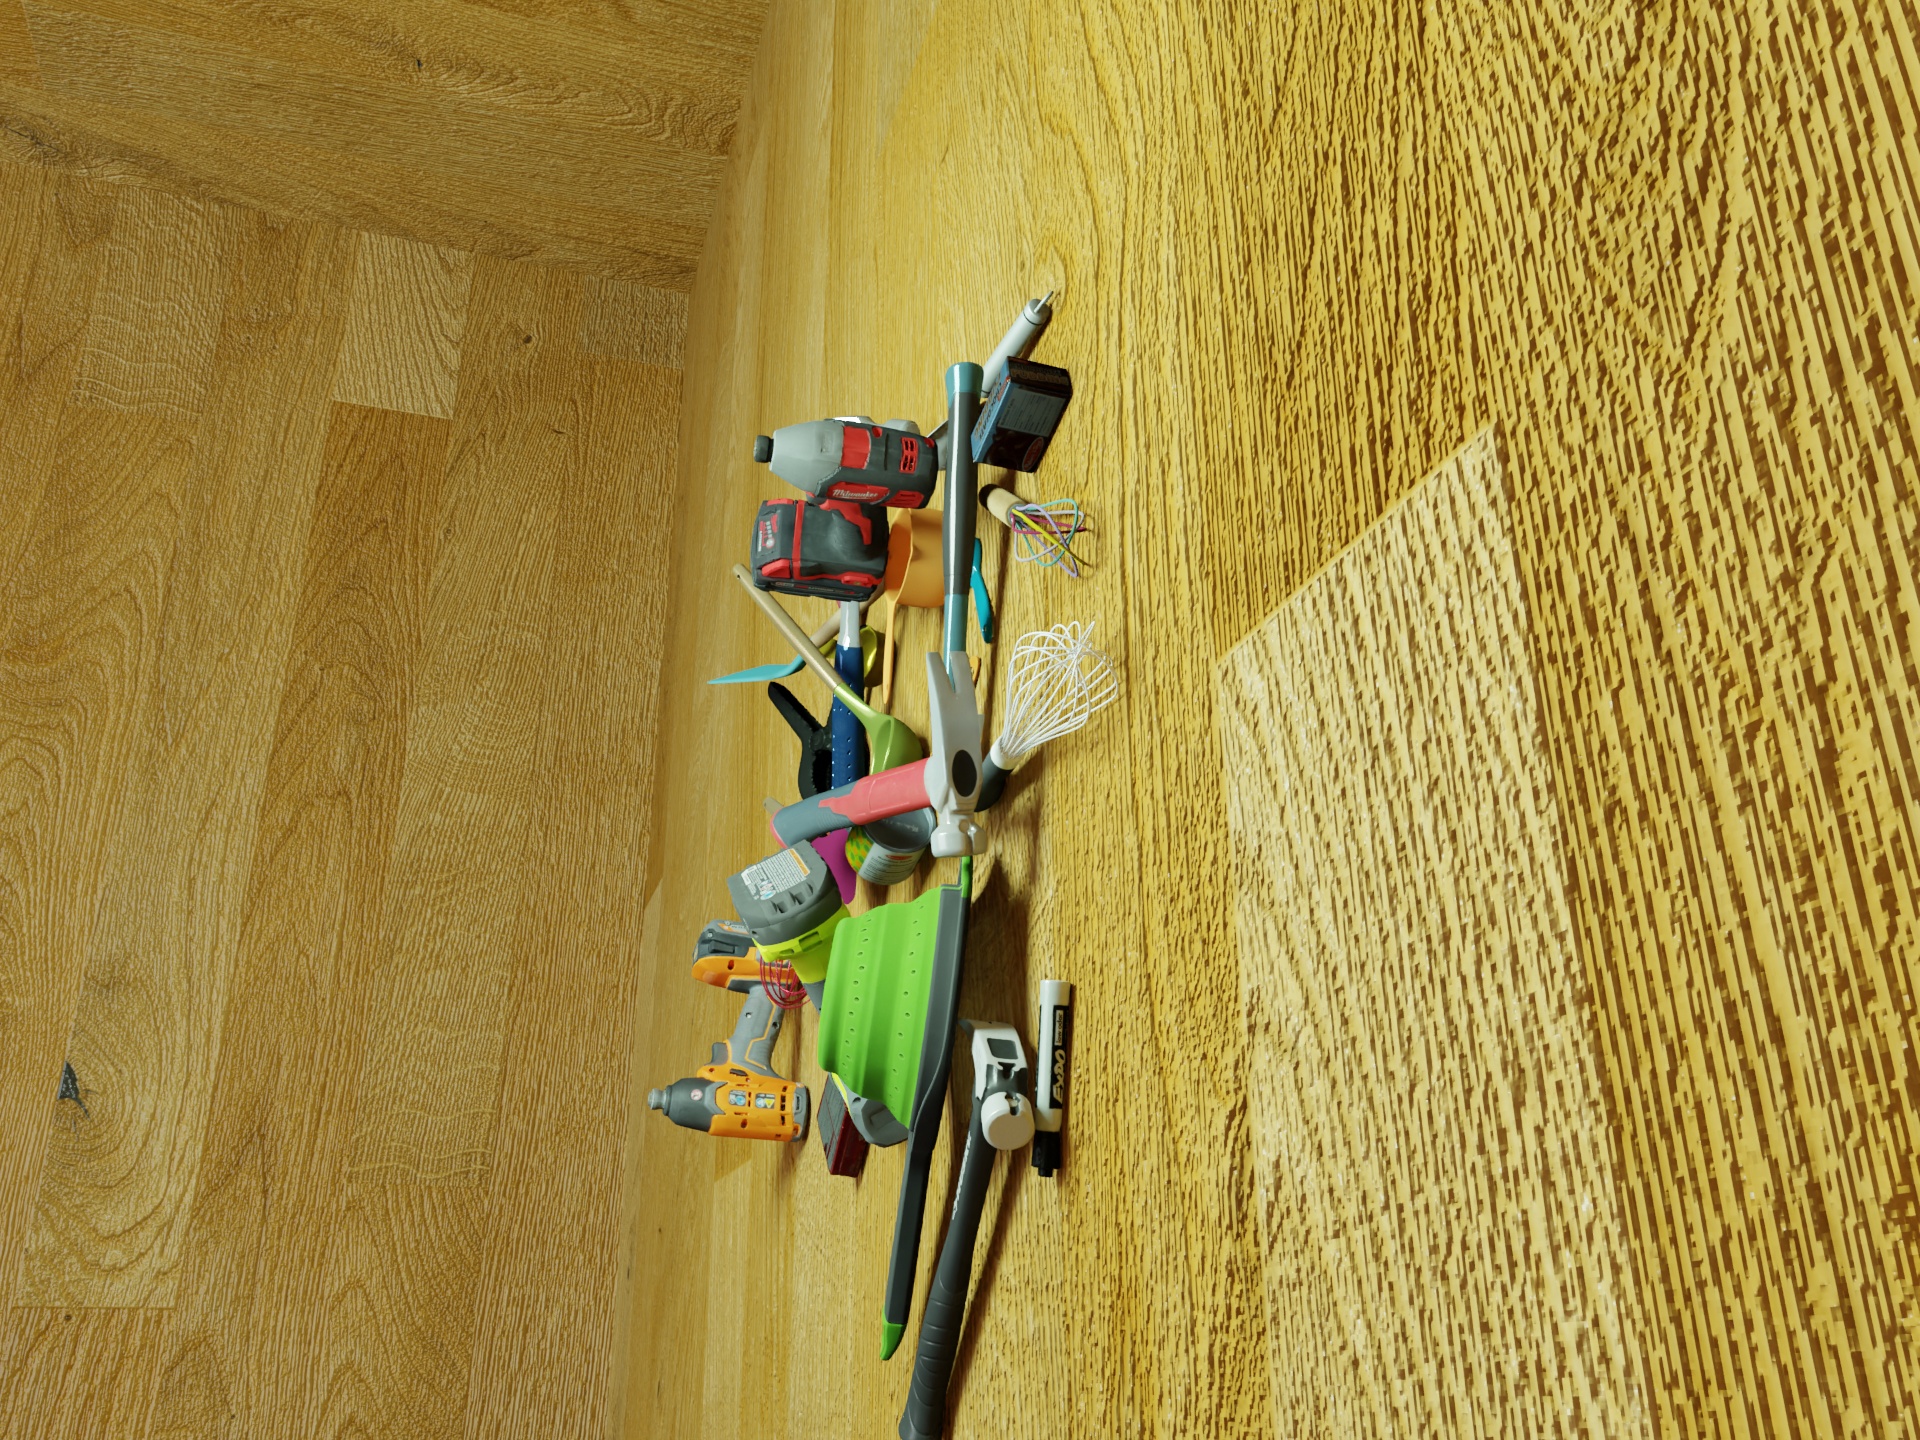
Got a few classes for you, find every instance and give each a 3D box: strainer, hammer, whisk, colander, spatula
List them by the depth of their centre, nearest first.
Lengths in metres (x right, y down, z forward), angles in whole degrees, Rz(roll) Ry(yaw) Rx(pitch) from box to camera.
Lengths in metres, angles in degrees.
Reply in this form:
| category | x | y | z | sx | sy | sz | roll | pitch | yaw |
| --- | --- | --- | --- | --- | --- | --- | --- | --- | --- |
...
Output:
| category | x | y | z | sx | sy | sz | roll | pitch | yaw |
| --- | --- | --- | --- | --- | --- | --- | --- | --- | --- |
| whisk | 0.042 | 0.010 | 1.087 | 0.284 | 0.070 | 0.070 | 121 | 152 | -63 |
| hammer | -0.002 | 0.362 | 1.094 | 0.146 | 0.035 | 0.334 | -102 | 22 | -68 |
| whisk | 0.045 | -0.149 | 1.153 | 0.245 | 0.047 | 0.051 | -125 | 44 | -70 |
| colander | -0.062 | 0.282 | 1.166 | 0.204 | 0.094 | 0.397 | -89 | 7 | -79 |
| hammer | -0.003 | -0.110 | 1.235 | 0.128 | 0.033 | 0.331 | 165 | 107 | -83 |
| hammer | -0.077 | 0.048 | 1.255 | 0.386 | 0.038 | 0.143 | 160 | 107 | -64 |
| strainer | 0.017 | -0.266 | 1.295 | 0.087 | 0.050 | 0.258 | -42 | -2 | -35 |
| hammer | -0.108 | -0.083 | 1.499 | 0.144 | 0.035 | 0.405 | 12 | 109 | 30 |
| spatula | -0.133 | -0.100 | 1.562 | 0.317 | 0.082 | 0.044 | -36 | 79 | 41 |
| whisk | -0.155 | 0.153 | 1.659 | 0.073 | 0.073 | 0.296 | 166 | 115 | -72 |

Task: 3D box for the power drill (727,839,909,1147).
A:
| category | x | y | z | sx | sy | sz | roll | pitch | yaw |
| --- | --- | --- | --- | --- | --- | --- | --- | --- | --- |
| power drill | -0.108 | 0.220 | 1.310 | 0.228 | 0.080 | 0.191 | 67 | 170 | -16 |

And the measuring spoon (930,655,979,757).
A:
| category | x | y | z | sx | sy | sz | roll | pitch | yaw |
| --- | --- | --- | --- | --- | --- | --- | --- | --- | --- |
| measuring spoon | -0.002 | -0.004 | 1.305 | 0.021 | 0.011 | 0.116 | 56 | 135 | 44 |

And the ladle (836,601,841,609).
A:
| category | x | y | z | sx | sy | sz | roll | pitch | yaw |
| --- | --- | --- | --- | --- | --- | --- | --- | --- | --- |
| ladle | -0.118 | -0.033 | 1.661 | 0.069 | 0.031 | 0.315 | -16 | 69 | 57 |

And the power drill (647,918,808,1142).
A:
| category | x | y | z | sx | sy | sz | roll | pitch | yaw |
| --- | --- | --- | --- | --- | --- | --- | --- | --- | --- |
| power drill | -0.244 | 0.331 | 1.694 | 0.084 | 0.164 | 0.227 | 120 | 154 | -53 |

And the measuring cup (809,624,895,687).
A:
| category | x | y | z | sx | sy | sz | roll | pitch | yaw |
| --- | --- | --- | --- | --- | --- | --- | --- | --- | --- |
| measuring cup | -0.111 | -0.067 | 1.589 | 0.157 | 0.029 | 0.062 | 16 | 90 | 59 |

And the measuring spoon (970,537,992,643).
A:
| category | x | y | z | sx | sy | sz | roll | pitch | yaw |
| --- | --- | --- | --- | --- | --- | --- | --- | --- | --- |
| measuring spoon | 0.007 | -0.105 | 1.289 | 0.129 | 0.021 | 0.042 | -102 | 25 | -49 |

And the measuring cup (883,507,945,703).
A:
| category | x | y | z | sx | sy | sz | roll | pitch | yaw |
| --- | --- | --- | --- | --- | --- | --- | --- | --- | --- |
| measuring cup | -0.035 | -0.099 | 1.378 | 0.095 | 0.052 | 0.173 | -167 | 82 | -73 |

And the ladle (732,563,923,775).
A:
| category | x | y | z | sx | sy | sz | roll | pitch | yaw |
| --- | --- | --- | --- | --- | --- | --- | --- | --- | --- |
| ladle | -0.134 | -0.044 | 1.457 | 0.320 | 0.062 | 0.078 | 48 | 134 | 31 |

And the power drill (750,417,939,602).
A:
| category | x | y | z | sx | sy | sz | roll | pitch | yaw |
| --- | --- | --- | --- | --- | --- | --- | --- | --- | --- |
| power drill | -0.109 | -0.177 | 1.312 | 0.219 | 0.143 | 0.079 | 129 | 145 | -67 |

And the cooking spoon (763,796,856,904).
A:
| category | x | y | z | sx | sy | sz | roll | pitch | yaw |
| --- | --- | --- | --- | --- | --- | --- | --- | --- | --- |
| cooking spoon | -0.152 | 0.117 | 1.583 | 0.319 | 0.017 | 0.068 | -154 | 66 | -67 |
